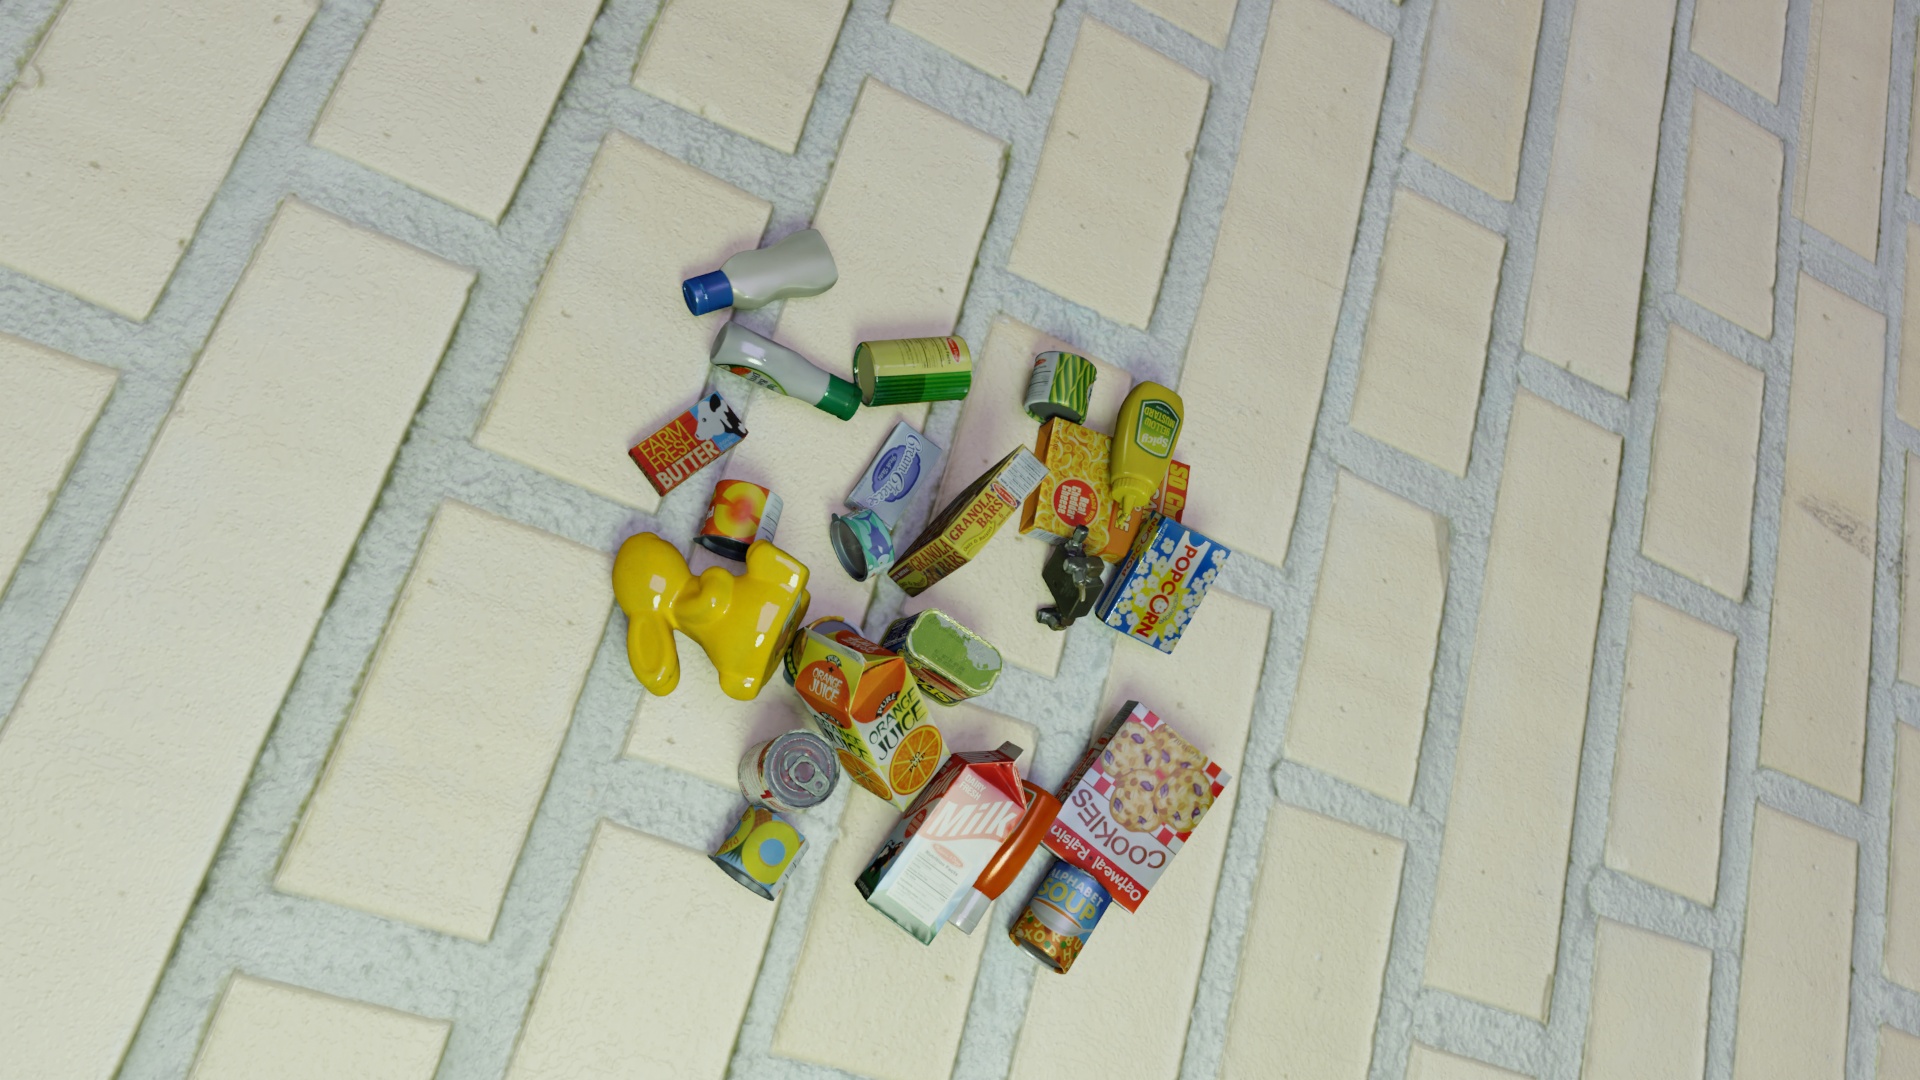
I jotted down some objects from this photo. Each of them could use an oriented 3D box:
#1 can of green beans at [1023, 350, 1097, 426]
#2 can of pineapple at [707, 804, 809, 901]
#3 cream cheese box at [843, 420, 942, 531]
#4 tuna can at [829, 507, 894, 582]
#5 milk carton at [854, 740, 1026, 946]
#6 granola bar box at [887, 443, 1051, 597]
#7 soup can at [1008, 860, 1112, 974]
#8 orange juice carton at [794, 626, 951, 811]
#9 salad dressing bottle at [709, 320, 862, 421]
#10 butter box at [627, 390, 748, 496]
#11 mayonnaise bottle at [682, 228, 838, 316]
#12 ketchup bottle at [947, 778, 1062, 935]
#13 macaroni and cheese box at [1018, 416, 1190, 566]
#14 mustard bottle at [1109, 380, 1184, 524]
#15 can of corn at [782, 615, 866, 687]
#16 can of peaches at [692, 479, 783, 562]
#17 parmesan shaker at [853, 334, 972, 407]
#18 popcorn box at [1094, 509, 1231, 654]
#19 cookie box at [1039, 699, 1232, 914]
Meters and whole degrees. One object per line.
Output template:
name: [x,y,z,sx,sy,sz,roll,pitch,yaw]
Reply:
can of green beans: [0.104,-0.156,1.442,0.071,0.071,0.058,20,71,-17]
can of pineapple: [-0.176,0.273,1.220,0.071,0.071,0.058,39,66,-10]
cream cheese box: [-0.066,-0.063,1.371,0.053,0.024,0.104,37,66,-11]
tuna can: [-0.094,0.001,1.320,0.033,0.071,0.071,-25,88,-27]
milk carton: [-0.007,0.263,1.266,0.073,0.072,0.191,39,81,-10]
granola bar box: [0.005,-0.016,1.312,0.039,0.165,0.125,44,65,-5]
soup can: [0.094,0.354,1.309,0.071,0.071,0.084,41,66,-9]
orange juice carton: [-0.082,0.148,1.228,0.073,0.072,0.191,-47,138,-25]
salad dressing bottle: [-0.166,-0.160,1.336,0.147,0.064,0.044,24,81,-24]
butter box: [-0.255,-0.091,1.300,0.104,0.024,0.053,-40,93,-26]
mayonnaise bottle: [-0.197,-0.257,1.357,0.148,0.041,0.065,-22,85,-24]
ketchup bottle: [0.035,0.297,1.306,0.043,0.064,0.149,42,72,-24]
macaroni and cheese box: [0.153,-0.043,1.448,0.166,0.040,0.124,18,72,-18]
mustard bottle: [0.185,-0.085,1.421,0.065,0.048,0.161,24,63,-14]
can of corn: [-0.126,0.107,1.285,0.071,0.058,0.071,6,75,-21]
can of peaches: [-0.204,-0.018,1.281,0.071,0.071,0.058,20,71,-17]
parmesan shaker: [-0.049,-0.170,1.384,0.103,0.071,0.071,-7,80,-23]
popcorn box: [0.206,0.043,1.418,0.085,0.038,0.126,26,98,-19]
cookie box: [0.165,0.259,1.358,0.123,0.040,0.168,39,80,-7]
